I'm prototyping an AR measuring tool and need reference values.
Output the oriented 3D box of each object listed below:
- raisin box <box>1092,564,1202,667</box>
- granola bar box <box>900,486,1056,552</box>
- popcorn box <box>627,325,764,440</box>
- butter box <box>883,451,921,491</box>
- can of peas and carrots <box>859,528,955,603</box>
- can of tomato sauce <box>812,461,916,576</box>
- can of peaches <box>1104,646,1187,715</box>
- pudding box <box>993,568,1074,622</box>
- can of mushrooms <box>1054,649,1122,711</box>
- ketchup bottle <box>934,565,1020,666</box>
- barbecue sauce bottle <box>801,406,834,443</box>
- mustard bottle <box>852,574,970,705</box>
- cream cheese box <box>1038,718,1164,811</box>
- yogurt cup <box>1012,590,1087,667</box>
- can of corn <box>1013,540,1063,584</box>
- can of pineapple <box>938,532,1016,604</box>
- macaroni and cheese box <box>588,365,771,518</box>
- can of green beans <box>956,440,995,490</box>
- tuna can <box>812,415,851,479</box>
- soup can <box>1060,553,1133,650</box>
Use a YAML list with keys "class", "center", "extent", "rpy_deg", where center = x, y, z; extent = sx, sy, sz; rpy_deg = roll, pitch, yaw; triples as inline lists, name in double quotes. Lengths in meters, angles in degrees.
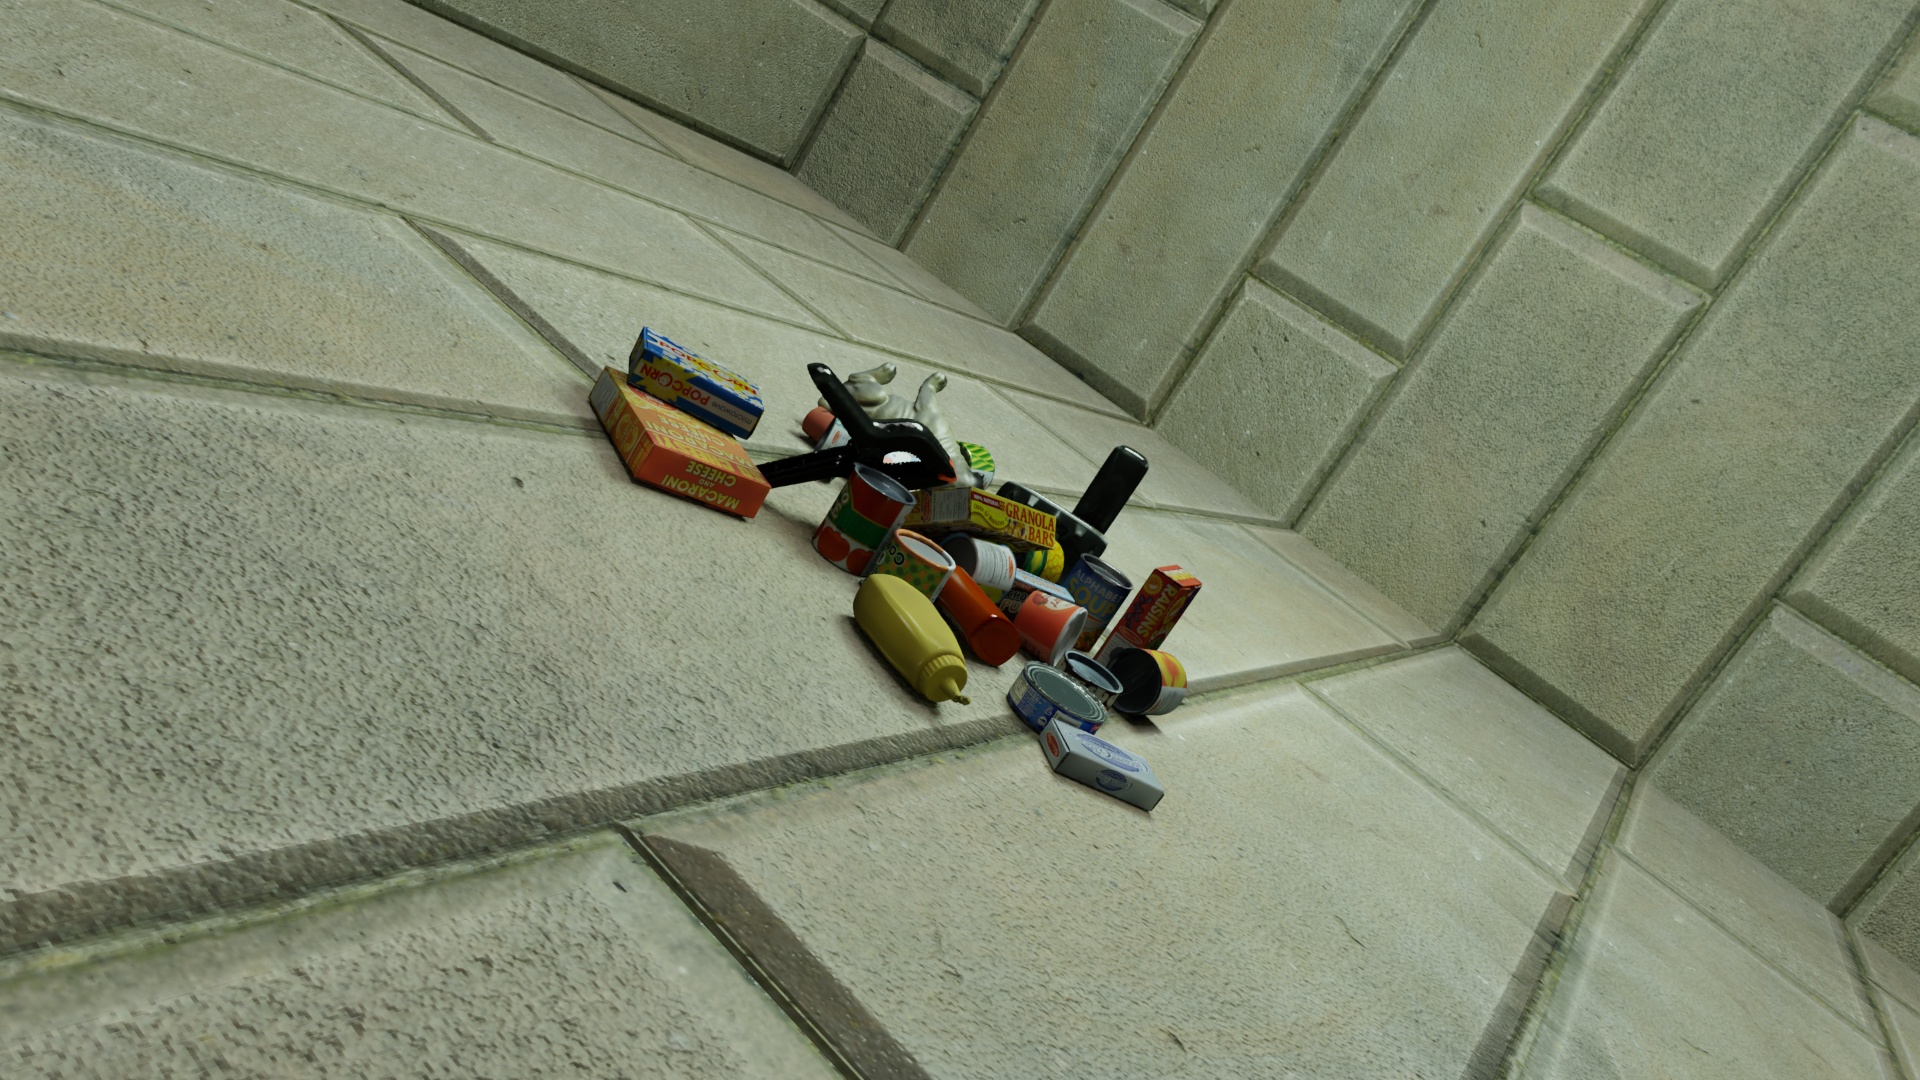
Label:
- class: "raisin box"
  center: [0.199, 0.086, 1.470]
  extent: [0.040, 0.123, 0.086]
  rpy_deg: [37, 15, 20]
- class: "granola bar box"
  center: [0.005, -0.018, 1.441]
  extent: [0.124, 0.039, 0.165]
  rpy_deg: [-3, -11, 34]
- class: "popcorn box"
  center: [-0.252, -0.150, 1.323]
  extent: [0.126, 0.038, 0.085]
  rpy_deg: [27, 15, -22]
- class: "butter box"
  center: [-0.074, -0.065, 1.496]
  extent: [0.053, 0.024, 0.104]
  rpy_deg: [27, 50, -20]
- class: "can of peas and carrots"
  center: [-0.049, 0.029, 1.275]
  extent: [0.071, 0.058, 0.071]
  rpy_deg: [30, 14, -8]
- class: "can of tomato sauce"
  center: [-0.092, -0.020, 1.296]
  extent: [0.071, 0.083, 0.071]
  rpy_deg: [30, 14, -8]
- class: "can of peaches"
  center: [0.182, 0.138, 1.376]
  extent: [0.071, 0.071, 0.058]
  rpy_deg: [42, 16, 33]
- class: "pudding box"
  center: [0.070, 0.062, 1.432]
  extent: [0.083, 0.049, 0.030]
  rpy_deg: [24, 18, -31]
- class: "can of mushrooms"
  center: [0.117, 0.136, 1.318]
  extent: [0.071, 0.033, 0.071]
  rpy_deg: [31, 15, -9]
- class: "ketchup bottle"
  center: [0.000, 0.055, 1.311]
  extent: [0.064, 0.043, 0.149]
  rpy_deg: [50, -1, -42]
- class: "barbecue sauce bottle"
  center: [-0.117, -0.097, 1.572]
  extent: [0.149, 0.043, 0.065]
  rpy_deg: [38, 24, 23]
- class: "mustard bottle"
  center: [-0.034, 0.088, 1.137]
  extent: [0.065, 0.048, 0.161]
  rpy_deg: [20, 20, -38]
- class: "cream cheese box"
  center: [0.119, 0.189, 1.171]
  extent: [0.104, 0.024, 0.053]
  rpy_deg: [26, 16, -23]
- class: "yogurt cup"
  center: [0.085, 0.085, 1.363]
  extent: [0.054, 0.072, 0.072]
  rpy_deg: [28, 13, 17]
- class: "can of corn"
  center: [0.073, 0.019, 1.533]
  extent: [0.058, 0.071, 0.071]
  rpy_deg: [22, 18, -39]
- class: "can of pineapple"
  center: [0.012, 0.029, 1.391]
  extent: [0.058, 0.071, 0.071]
  rpy_deg: [17, 21, -47]
- class: "macaroni and cheese box"
  center: [-0.258, -0.089, 1.268]
  extent: [0.124, 0.040, 0.167]
  rpy_deg: [21, 18, -38]
- class: "can of green beans"
  center: [0.001, -0.092, 1.754]
  extent: [0.071, 0.071, 0.058]
  rpy_deg: [40, 16, 27]
- class: "tuna can"
  center: [-0.136, -0.101, 1.506]
  extent: [0.033, 0.071, 0.071]
  rpy_deg: [30, 14, -12]
- class: "soup can"
  center: [0.134, 0.066, 1.480]
  extent: [0.071, 0.083, 0.071]
  rpy_deg: [30, 15, -9]
